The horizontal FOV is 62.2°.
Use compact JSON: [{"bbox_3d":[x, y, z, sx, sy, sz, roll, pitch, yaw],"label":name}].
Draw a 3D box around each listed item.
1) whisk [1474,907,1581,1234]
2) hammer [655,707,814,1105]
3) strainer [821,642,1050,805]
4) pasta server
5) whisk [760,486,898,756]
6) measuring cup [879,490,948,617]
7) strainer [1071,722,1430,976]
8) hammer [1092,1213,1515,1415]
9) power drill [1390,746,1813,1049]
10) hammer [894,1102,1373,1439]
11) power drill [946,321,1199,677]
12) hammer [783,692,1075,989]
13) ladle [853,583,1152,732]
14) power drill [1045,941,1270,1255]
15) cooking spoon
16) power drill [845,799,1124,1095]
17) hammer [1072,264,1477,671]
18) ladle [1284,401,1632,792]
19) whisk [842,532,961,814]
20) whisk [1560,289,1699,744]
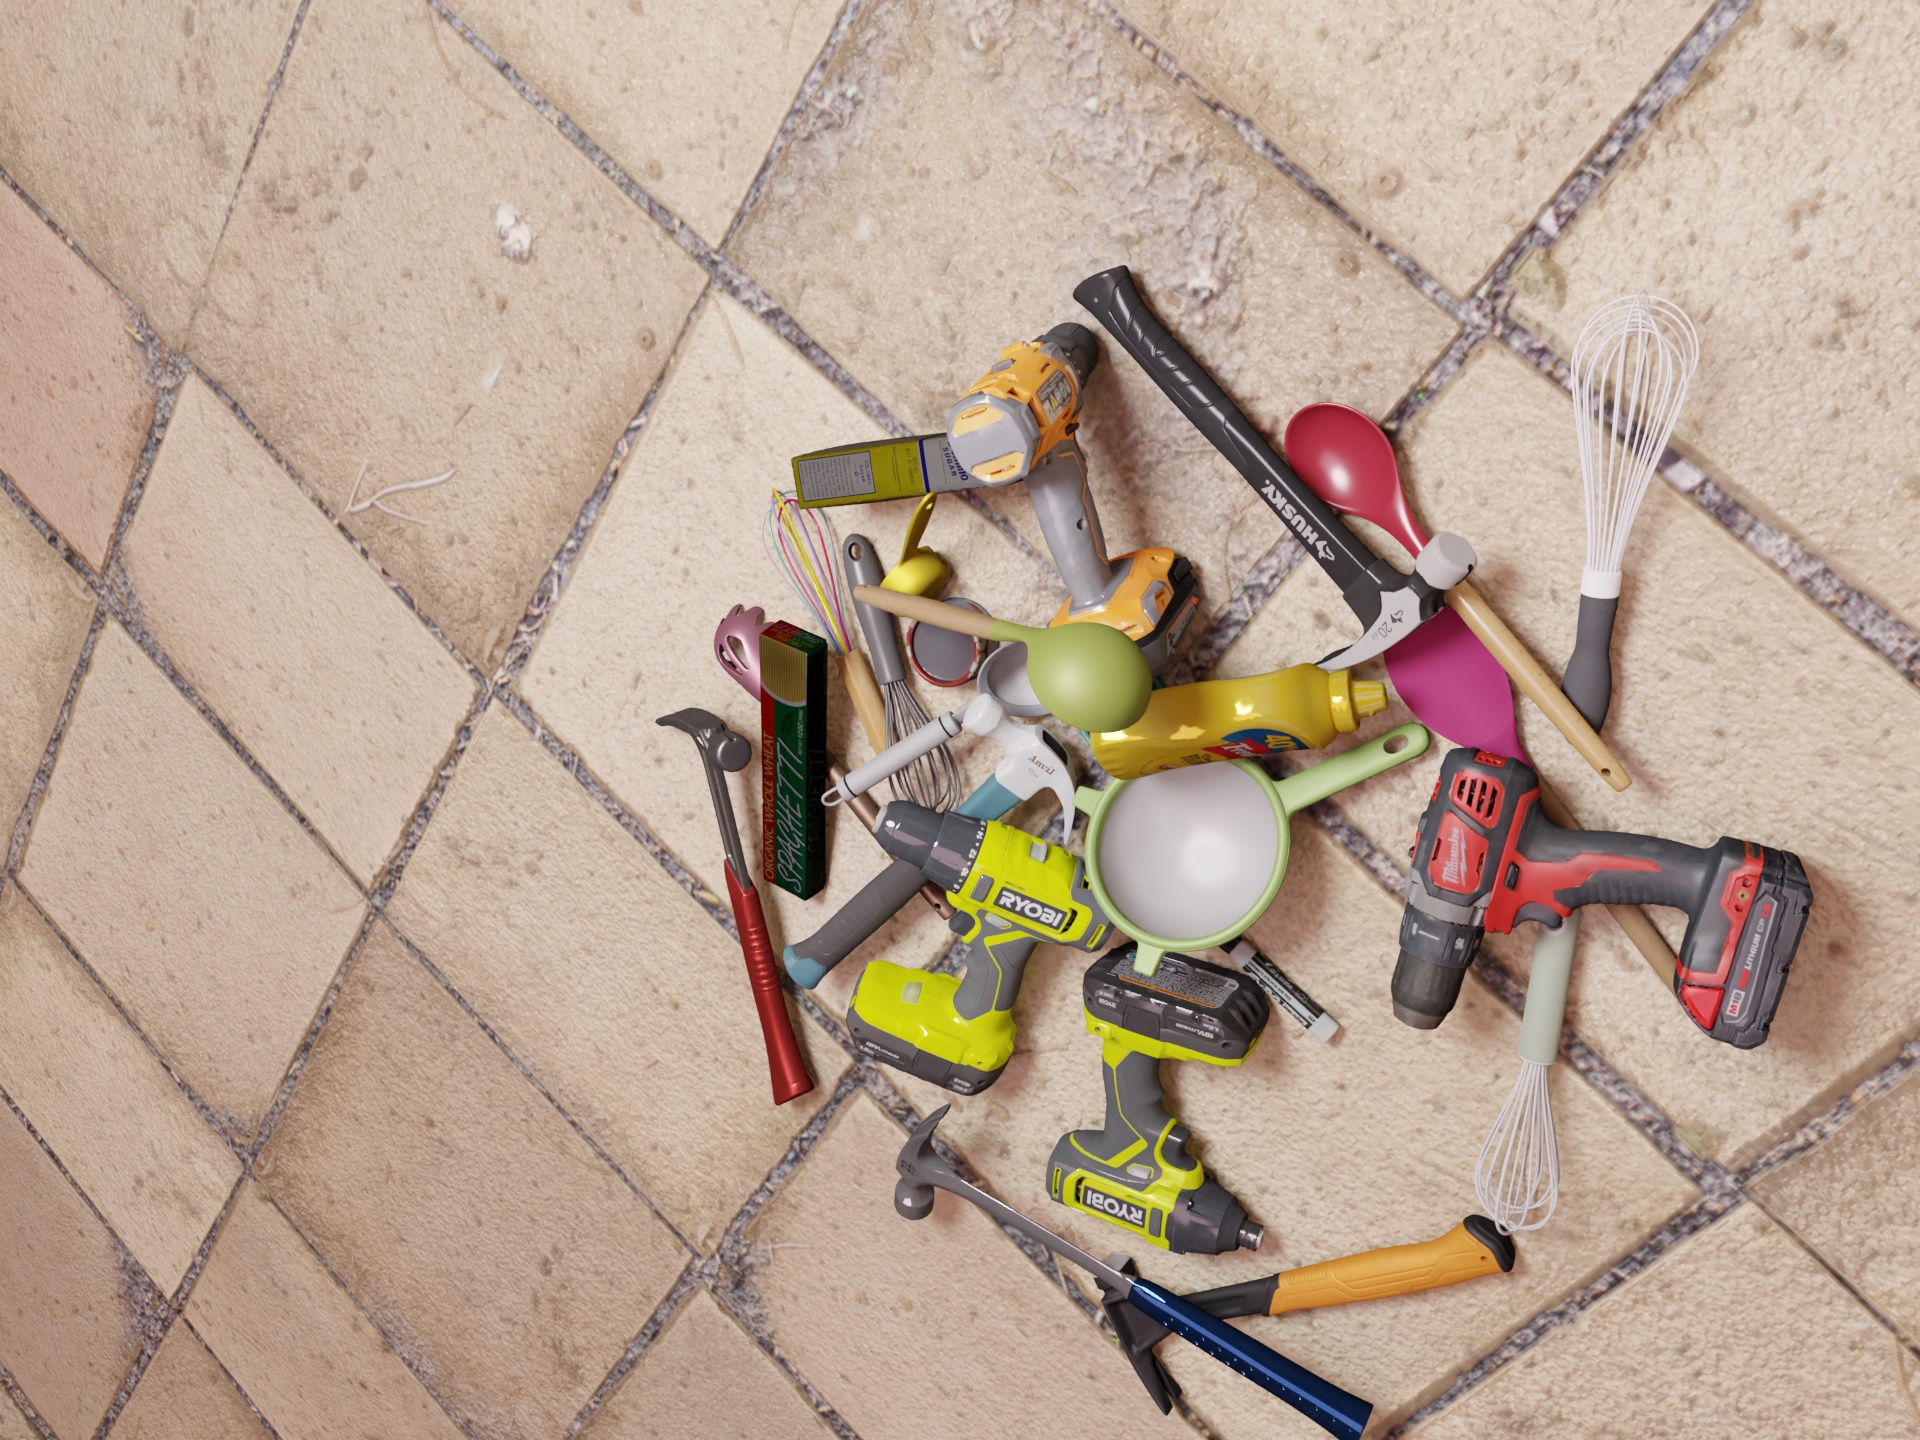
[{"bbox_3d":[0.389,0.234,1.074,0.058,0.059,0.246,16,107,43],"label":"whisk"},{"bbox_3d":[-0.187,0.166,1.374,0.149,0.036,0.359,18,123,59],"label":"hammer"},{"bbox_3d":[-0.002,-0.004,1.204,0.258,0.086,0.050,-32,43,14],"label":"strainer"},{"bbox_3d":[-0.104,0.036,1.316,0.060,0.040,0.316,-42,85,31],"label":"pasta server"},{"bbox_3d":[-0.099,-0.074,1.278,0.047,0.051,0.245,-15,100,53],"label":"whisk"},{"bbox_3d":[-0.027,-0.121,1.171,0.029,0.062,0.156,46,159,9],"label":"measuring cup"},{"bbox_3d":[0.215,0.072,1.126,0.256,0.069,0.152,-27,63,15],"label":"strainer"},{"bbox_3d":[0.262,0.440,1.209,0.337,0.034,0.127,-27,89,32],"label":"hammer"},{"bbox_3d":[0.390,0.132,1.001,0.227,0.080,0.188,17,103,21],"label":"power drill"},{"bbox_3d":[0.124,0.431,1.229,0.406,0.035,0.144,25,136,20],"label":"hammer"},{"bbox_3d":[0.084,-0.155,1.091,0.084,0.185,0.226,-15,115,32],"label":"power drill"},{"bbox_3d":[-0.035,0.114,1.252,0.128,0.033,0.331,35,123,-19],"label":"hammer"},{"bbox_3d":[0.012,-0.053,1.079,0.320,0.078,0.062,20,123,54],"label":"ladle"},{"bbox_3d":[0.158,0.295,1.207,0.171,0.080,0.223,14,114,26],"label":"power drill"},{"bbox_3d":[0.385,0.057,1.042,0.068,0.017,0.319,-38,83,28],"label":"cooking spoon"},{"bbox_3d":[-0.003,0.169,1.222,0.190,0.080,0.228,23,123,-4],"label":"power drill"},{"bbox_3d":[0.188,-0.179,1.066,0.335,0.035,0.146,51,144,15],"label":"hammer"},{"bbox_3d":[0.320,-0.082,1.018,0.315,0.031,0.069,54,137,14],"label":"ladle"},{"bbox_3d":[-0.051,-0.033,1.255,0.055,0.055,0.239,-16,91,32],"label":"whisk"},{"bbox_3d":[0.394,-0.115,0.968,0.070,0.070,0.284,11,114,27],"label":"whisk"}]
